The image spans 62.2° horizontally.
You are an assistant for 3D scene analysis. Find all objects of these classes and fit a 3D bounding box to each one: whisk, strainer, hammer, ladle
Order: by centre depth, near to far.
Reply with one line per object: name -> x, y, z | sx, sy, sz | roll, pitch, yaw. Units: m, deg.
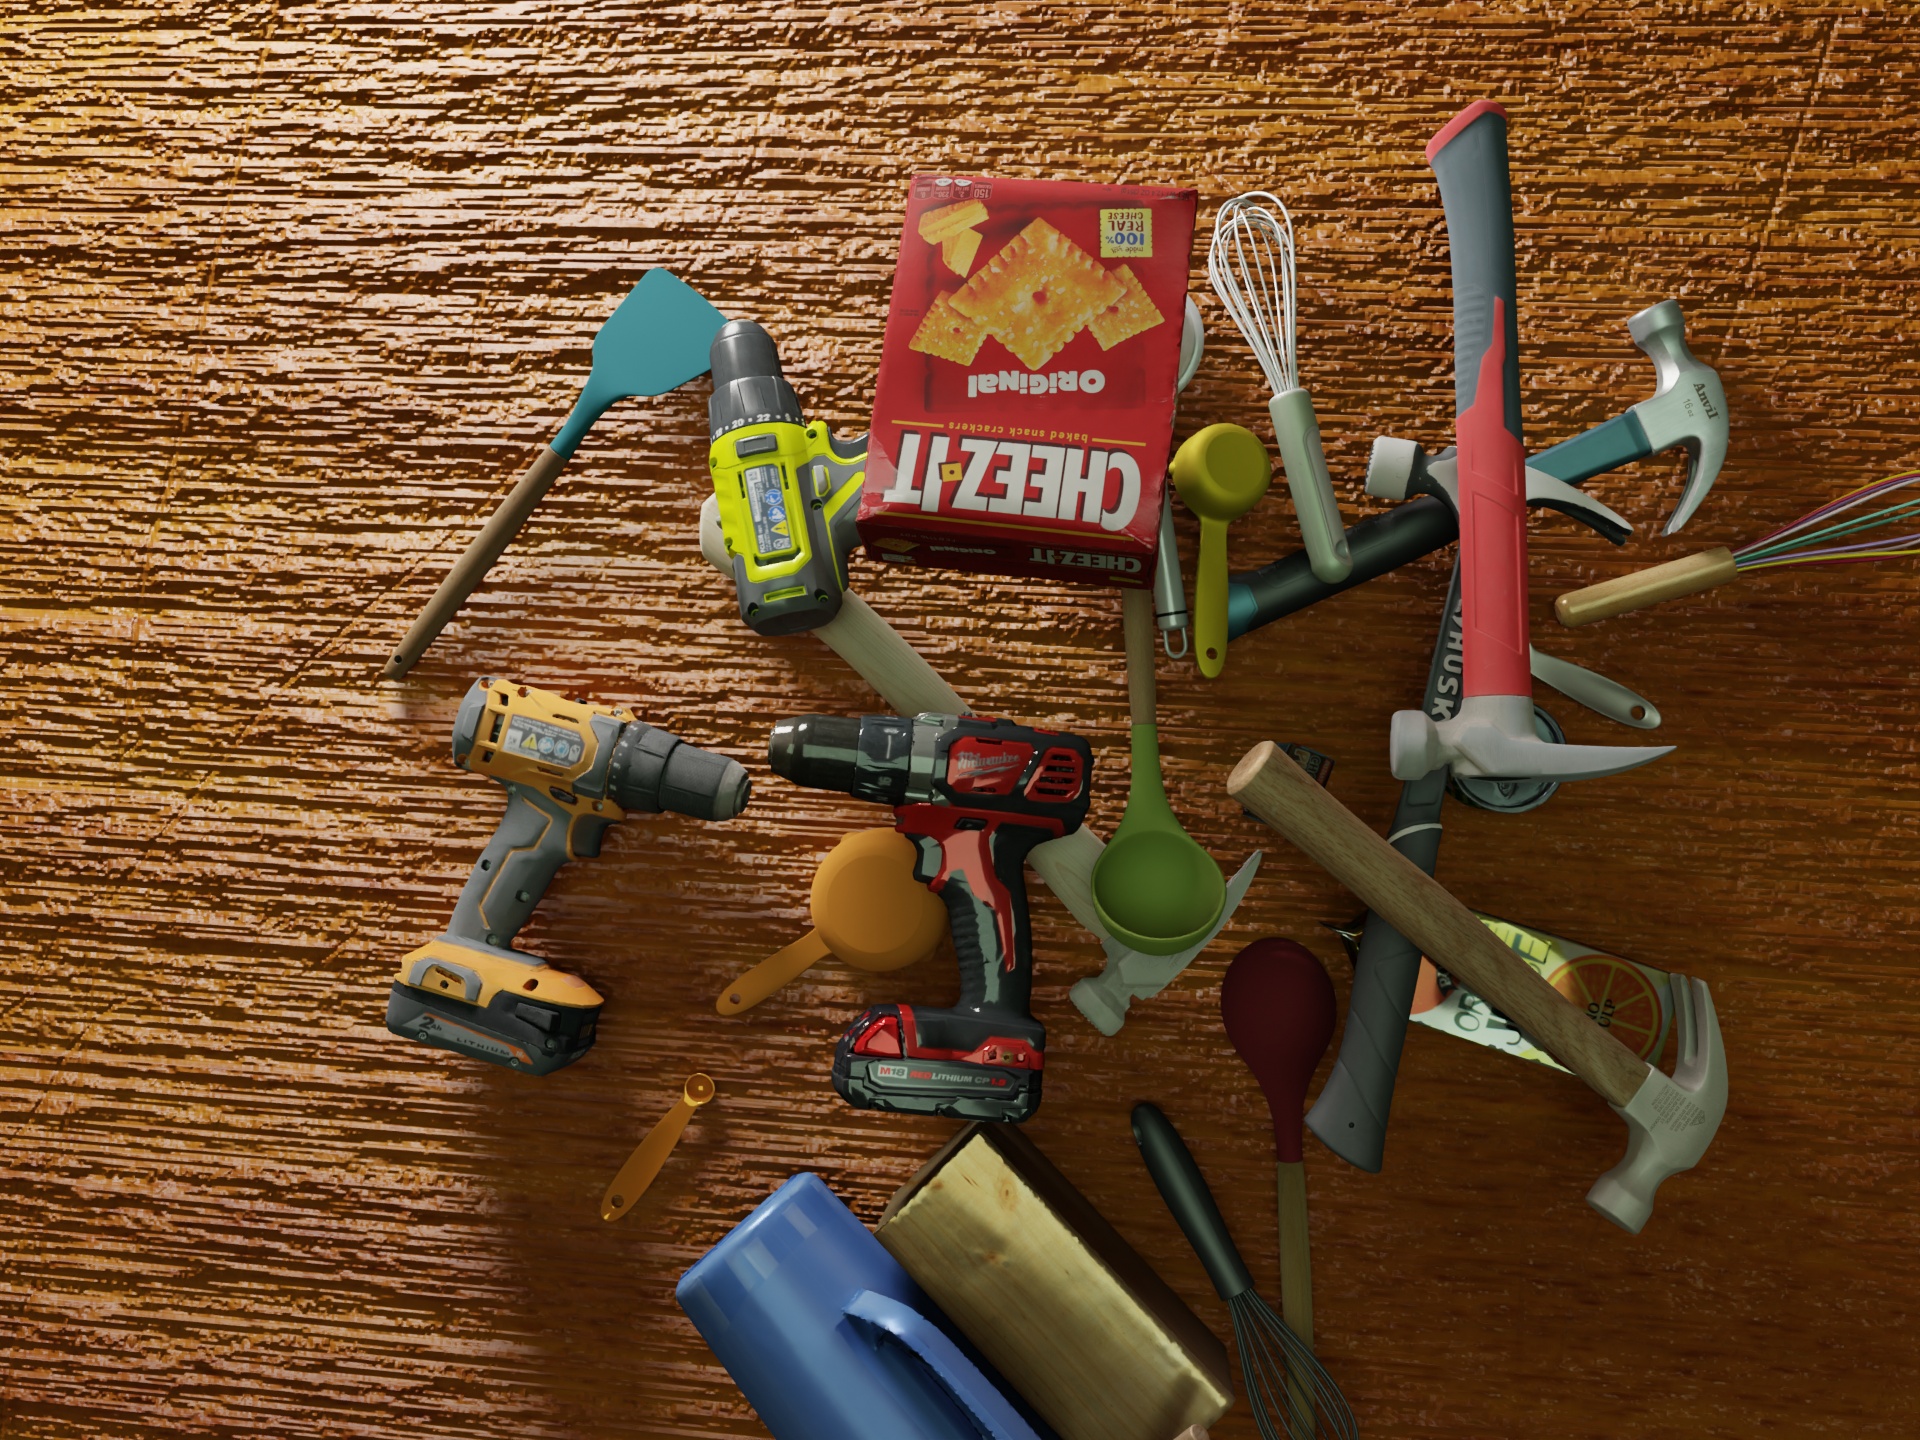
hammer -> 0.275, 0.123, 0.841 | 0.331, 0.031, 0.130 | 39, 83, -8
hammer -> 0.308, -0.159, 0.878 | 0.143, 0.038, 0.386 | 0, 80, 10
hammer -> 0.262, 0.045, 0.887 | 0.149, 0.036, 0.409 | 13, 82, 14
ladle -> 0.107, -0.025, 0.924 | 0.078, 0.062, 0.320 | -3, 86, -3
whisk -> 0.474, -0.096, 0.930 | 0.245, 0.051, 0.047 | -17, 92, 9
whisk -> 0.163, 0.336, 0.941 | 0.055, 0.055, 0.239 | -29, 74, 5
whisk -> 0.194, -0.199, 0.946 | 0.059, 0.057, 0.246 | -21, 77, 44
hammer -> 0.297, -0.127, 0.954 | 0.331, 0.033, 0.128 | -23, 85, 5
ladle -> 0.198, 0.290, 0.957 | 0.069, 0.031, 0.315 | -3, 90, 8
strainer -> 0.115, -0.166, 0.973 | 0.087, 0.050, 0.258 | -9, 91, 19
hammer -> -0.002, -0.003, 0.982 | 0.146, 0.038, 0.411 | -45, 84, 2

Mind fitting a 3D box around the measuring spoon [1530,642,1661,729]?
measuring spoon -> 0.363, -0.025, 0.956 | 0.124, 0.018, 0.034 | 26, 91, 0

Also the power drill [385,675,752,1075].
power drill -> -0.241, 0.100, 0.986 | 0.185, 0.084, 0.226 | 15, 86, 5

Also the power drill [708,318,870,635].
power drill -> -0.039, -0.165, 0.956 | 0.228, 0.080, 0.191 | -11, 79, 0

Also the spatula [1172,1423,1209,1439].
spatula -> 0.049, 0.494, 0.913 | 0.060, 0.018, 0.315 | 37, 117, 6

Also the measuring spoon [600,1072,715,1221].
measuring spoon -> -0.192, 0.271, 1.010 | 0.021, 0.011, 0.117 | 36, 96, 5

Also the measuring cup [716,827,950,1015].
measuring cup -> -0.083, 0.134, 0.977 | 0.173, 0.052, 0.095 | -34, 85, 2

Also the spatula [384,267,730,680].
spatula -> -0.268, -0.149, 1.023 | 0.082, 0.044, 0.317 | 41, 98, 5

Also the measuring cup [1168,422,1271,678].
measuring cup -> 0.154, -0.102, 0.937 | 0.062, 0.029, 0.157 | 8, 75, -15

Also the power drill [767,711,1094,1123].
power drill -> -0.026, 0.105, 0.911 | 0.188, 0.080, 0.227 | 7, 84, -5
